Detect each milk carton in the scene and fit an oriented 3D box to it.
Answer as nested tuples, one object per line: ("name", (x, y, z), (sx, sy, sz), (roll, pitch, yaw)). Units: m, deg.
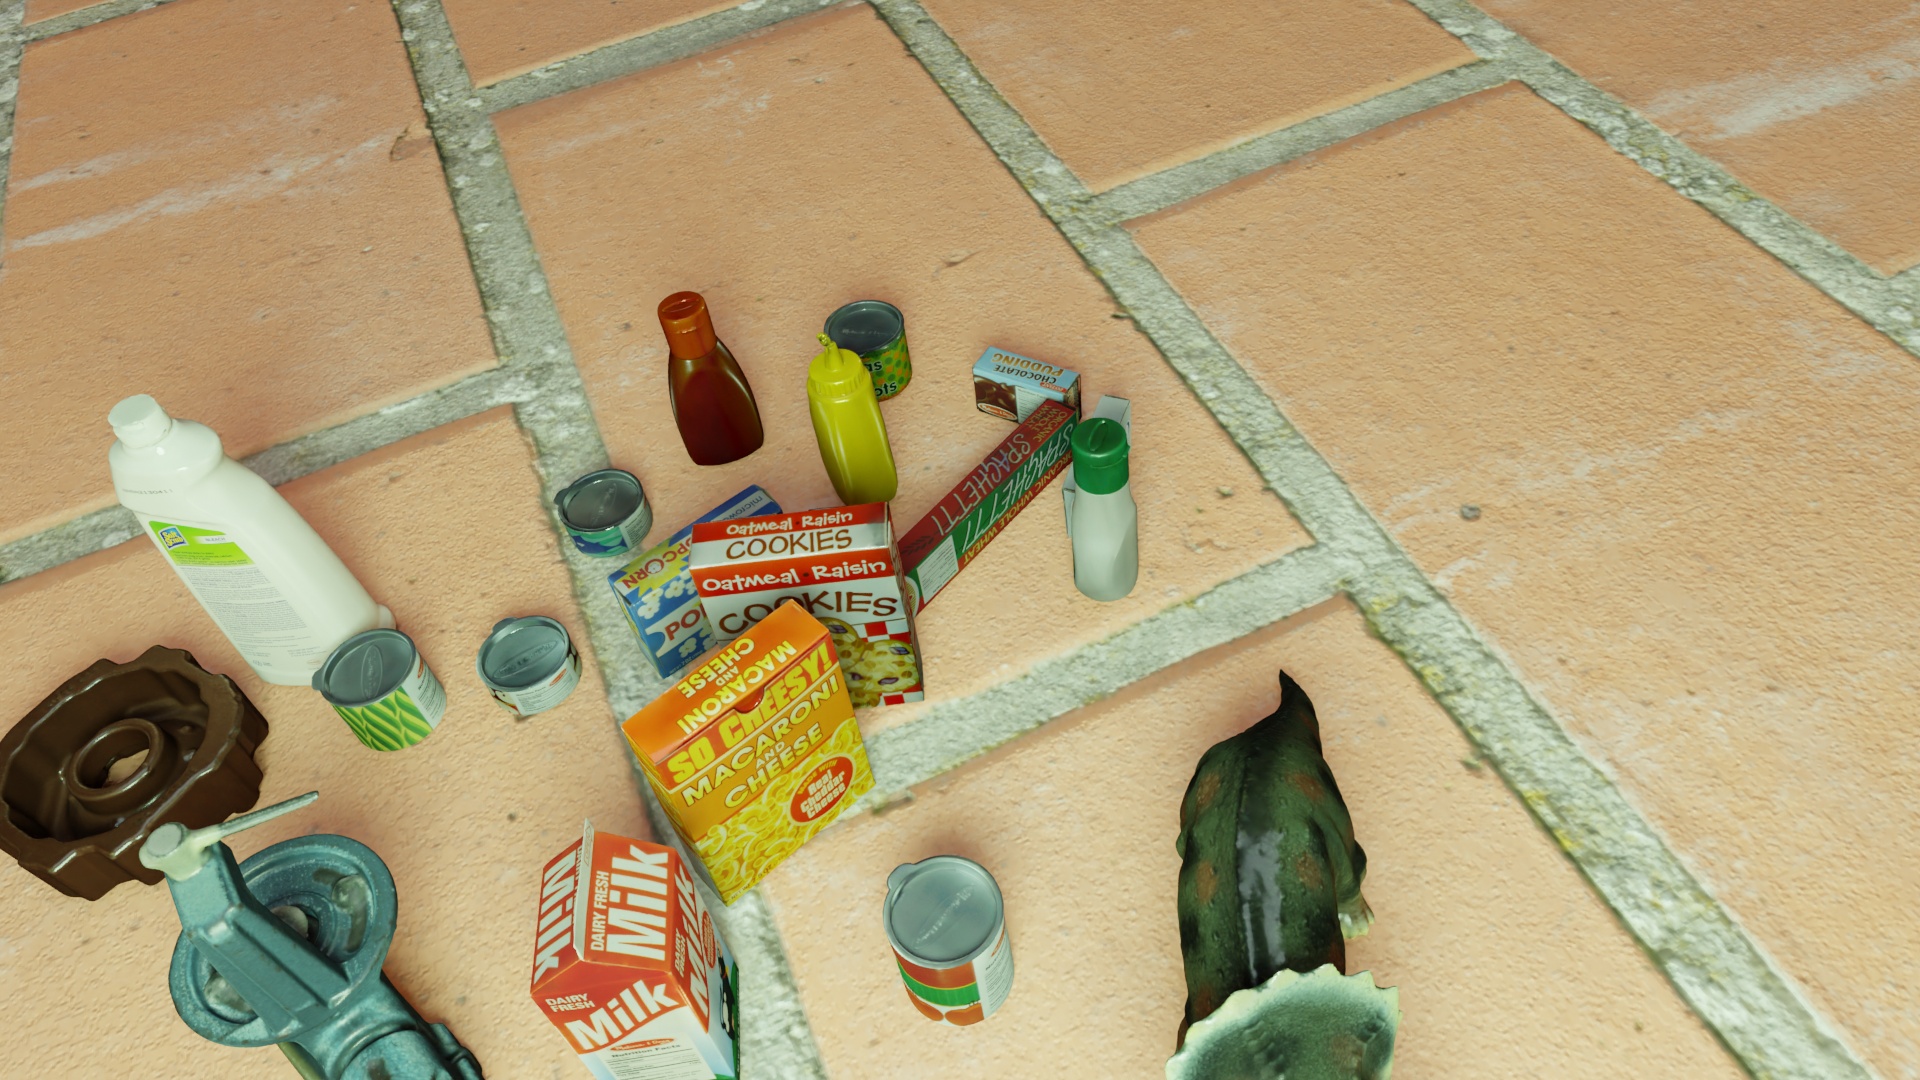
("milk carton", (-0.173, 0.225, 0.738), (0.073, 0.189, 0.073), (-9, 48, 0))

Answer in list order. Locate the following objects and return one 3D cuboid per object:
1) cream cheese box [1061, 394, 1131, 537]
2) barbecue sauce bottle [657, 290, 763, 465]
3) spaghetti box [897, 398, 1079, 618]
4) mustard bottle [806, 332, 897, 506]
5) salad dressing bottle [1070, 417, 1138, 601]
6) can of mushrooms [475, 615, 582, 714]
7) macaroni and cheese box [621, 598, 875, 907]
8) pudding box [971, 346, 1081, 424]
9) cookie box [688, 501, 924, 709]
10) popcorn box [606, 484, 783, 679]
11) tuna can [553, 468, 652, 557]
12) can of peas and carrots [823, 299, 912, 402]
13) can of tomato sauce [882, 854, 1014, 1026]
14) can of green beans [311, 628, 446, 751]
("cream cheese box", (0.102, -0.055, 1.036), (0.024, 0.053, 0.104), (12, 52, 18))
("barbecue sauce bottle", (-0.198, -0.124, 1.076), (0.065, 0.147, 0.044), (-18, 49, -7))
("spaghetti box", (0.004, -0.013, 1.015), (0.029, 0.050, 0.251), (29, 58, 29))
("mustard bottle", (-0.083, -0.091, 1.023), (0.049, 0.159, 0.065), (-26, 50, -14))
("salad dressing bottle", (0.097, -0.020, 0.944), (0.044, 0.146, 0.064), (12, 52, 18))
("can of mushrooms", (-0.305, 0.087, 0.982), (0.071, 0.033, 0.071), (-4, 49, 5))
("macaroni and cheese box", (-0.119, 0.130, 0.830), (0.124, 0.165, 0.040), (-38, 54, -23))
("pudding box", (0.053, -0.118, 1.101), (0.084, 0.049, 0.030), (20, 55, 23))
("cookie box", (-0.095, 0.049, 0.897), (0.123, 0.166, 0.040), (-7, 49, 2))
("popcorn box", (-0.177, 0.029, 0.981), (0.127, 0.084, 0.038), (-35, 53, -21))
("tuna can", (-0.276, -0.021, 1.073), (0.071, 0.032, 0.071), (-4, 49, 5))
("can of peas and carrots", (-0.076, -0.154, 1.145), (0.071, 0.058, 0.071), (-4, 49, 5))
("can of tomato sauce", (-0.007, 0.226, 0.785), (0.071, 0.082, 0.071), (-4, 49, 5))
("can of green beans", (-0.400, 0.104, 0.964), (0.071, 0.057, 0.071), (-4, 49, 5))
